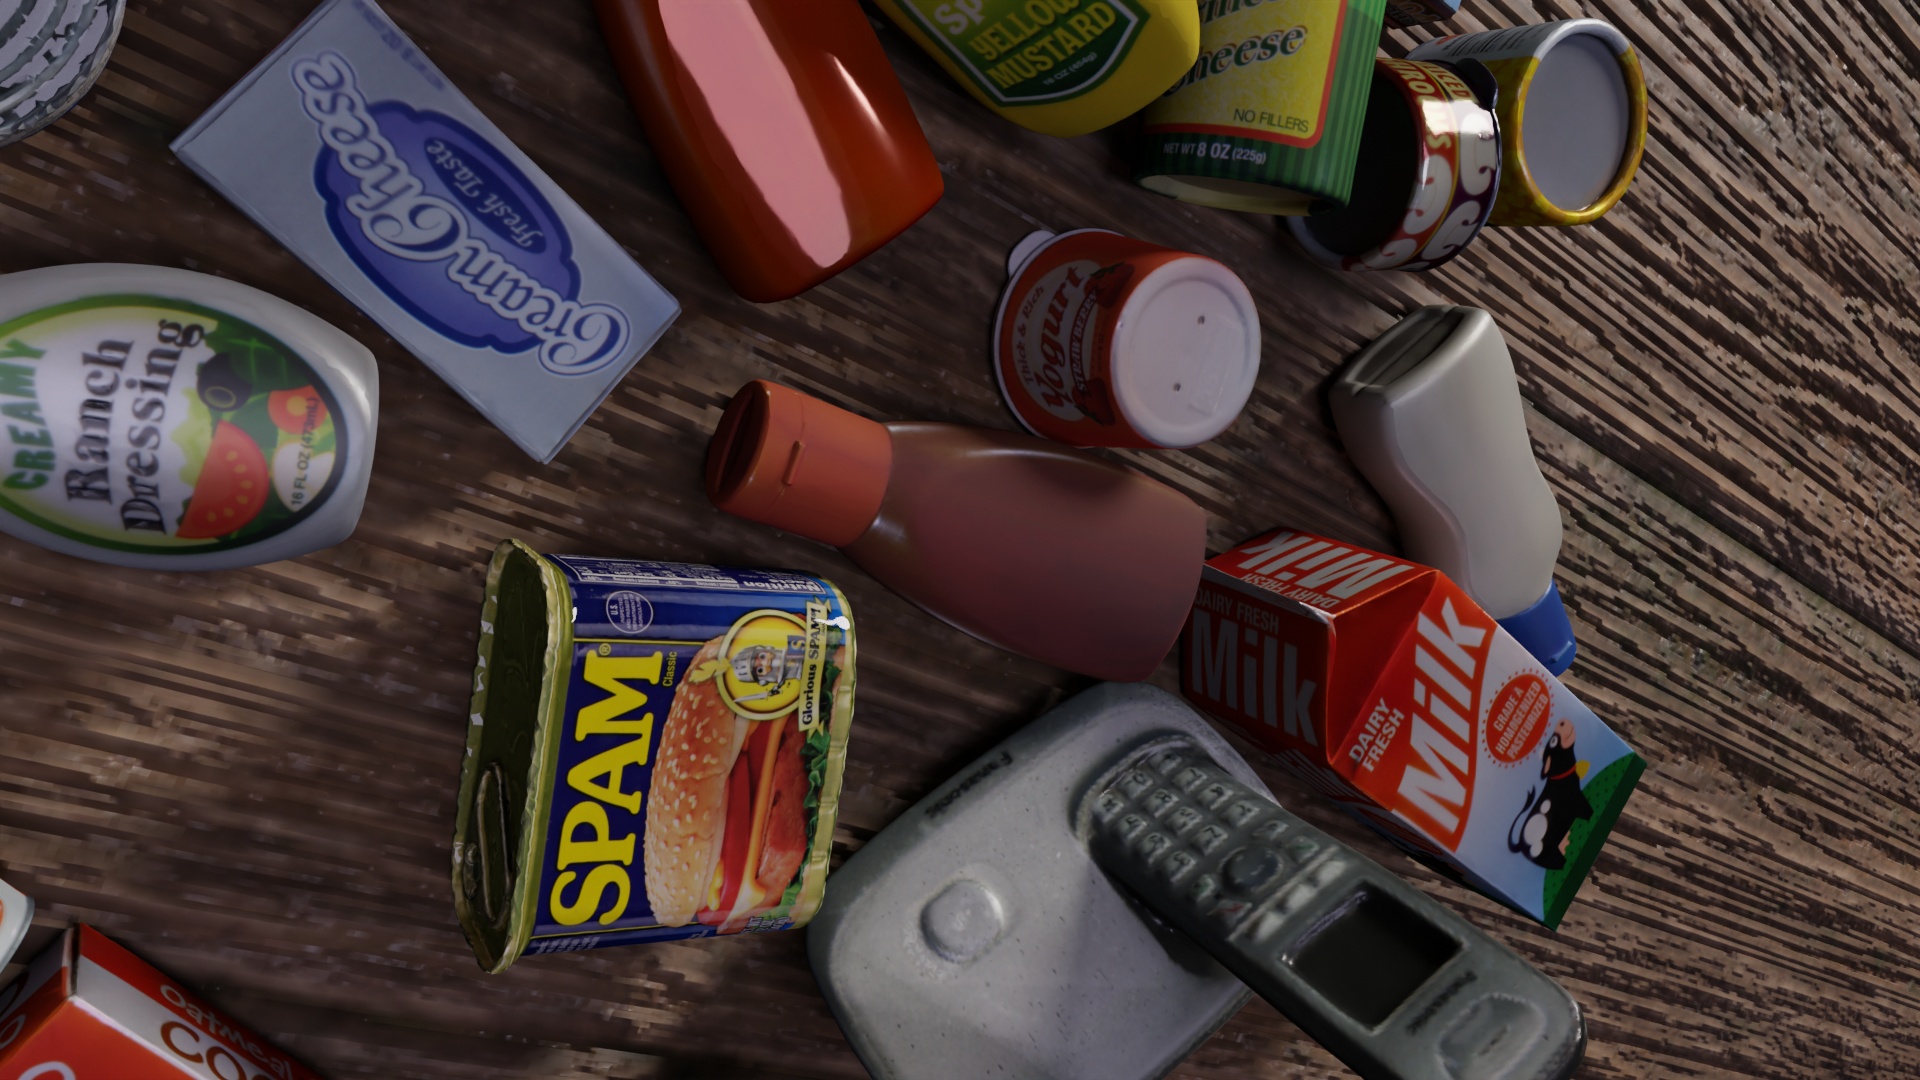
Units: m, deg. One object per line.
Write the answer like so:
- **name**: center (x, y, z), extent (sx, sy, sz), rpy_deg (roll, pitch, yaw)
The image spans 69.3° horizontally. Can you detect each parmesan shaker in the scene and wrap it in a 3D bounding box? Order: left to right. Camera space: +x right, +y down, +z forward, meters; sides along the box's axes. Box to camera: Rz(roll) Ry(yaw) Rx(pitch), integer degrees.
- **parmesan shaker**: center (0.092, -0.151, 0.404), extent (0.071, 0.071, 0.103), rpy_deg (5, 98, -31)

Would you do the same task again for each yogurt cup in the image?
- **yogurt cup**: center (0.051, -0.057, 0.411), extent (0.072, 0.054, 0.072), rpy_deg (-7, 105, -29)

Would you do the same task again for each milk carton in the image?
- **milk carton**: center (0.149, 0.057, 0.481), extent (0.190, 0.072, 0.073), rpy_deg (35, 83, -31)

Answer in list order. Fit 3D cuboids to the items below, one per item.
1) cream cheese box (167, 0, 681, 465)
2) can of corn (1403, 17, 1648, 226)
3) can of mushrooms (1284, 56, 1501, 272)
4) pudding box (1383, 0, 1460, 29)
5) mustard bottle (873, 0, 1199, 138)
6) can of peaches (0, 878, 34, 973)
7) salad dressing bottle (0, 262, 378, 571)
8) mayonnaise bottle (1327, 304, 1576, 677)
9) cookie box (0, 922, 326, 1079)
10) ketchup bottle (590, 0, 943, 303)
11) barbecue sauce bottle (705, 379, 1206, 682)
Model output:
- **cream cheese box**: center (-0.121, -0.071, 0.325), extent (0.053, 0.024, 0.103), rpy_deg (-51, 120, -11)
- **can of corn**: center (0.186, -0.137, 0.469), extent (0.071, 0.058, 0.071), rpy_deg (-7, 104, -28)
- **can of mushrooms**: center (0.134, -0.119, 0.436), extent (0.033, 0.071, 0.071), rpy_deg (-6, 104, -27)
- **pudding box**: center (0.148, -0.216, 0.447), extent (0.050, 0.030, 0.083), rpy_deg (18, 91, -30)
- **mustard bottle**: center (-0.004, -0.156, 0.333), extent (0.160, 0.065, 0.049), rpy_deg (22, 53, -47)
- **can of peaches**: center (-0.233, 0.081, 0.269), extent (0.071, 0.071, 0.058), rpy_deg (-44, 118, -15)
- **salad dressing bottle**: center (-0.199, -0.030, 0.278), extent (0.148, 0.044, 0.064), rpy_deg (7, 98, -31)
- **mayonnaise bottle**: center (0.186, -0.010, 0.507), extent (0.065, 0.041, 0.147), rpy_deg (-40, 118, -16)
- **cookie box**: center (-0.219, 0.188, 0.314), extent (0.168, 0.040, 0.122), rpy_deg (-45, 121, -14)
- **ketchup bottle**: center (-0.061, -0.135, 0.335), extent (0.065, 0.043, 0.148), rpy_deg (-39, 117, -24)
- **barbecue sauce bottle**: center (0.001, -0.005, 0.399), extent (0.148, 0.044, 0.065), rpy_deg (19, 91, -31)
